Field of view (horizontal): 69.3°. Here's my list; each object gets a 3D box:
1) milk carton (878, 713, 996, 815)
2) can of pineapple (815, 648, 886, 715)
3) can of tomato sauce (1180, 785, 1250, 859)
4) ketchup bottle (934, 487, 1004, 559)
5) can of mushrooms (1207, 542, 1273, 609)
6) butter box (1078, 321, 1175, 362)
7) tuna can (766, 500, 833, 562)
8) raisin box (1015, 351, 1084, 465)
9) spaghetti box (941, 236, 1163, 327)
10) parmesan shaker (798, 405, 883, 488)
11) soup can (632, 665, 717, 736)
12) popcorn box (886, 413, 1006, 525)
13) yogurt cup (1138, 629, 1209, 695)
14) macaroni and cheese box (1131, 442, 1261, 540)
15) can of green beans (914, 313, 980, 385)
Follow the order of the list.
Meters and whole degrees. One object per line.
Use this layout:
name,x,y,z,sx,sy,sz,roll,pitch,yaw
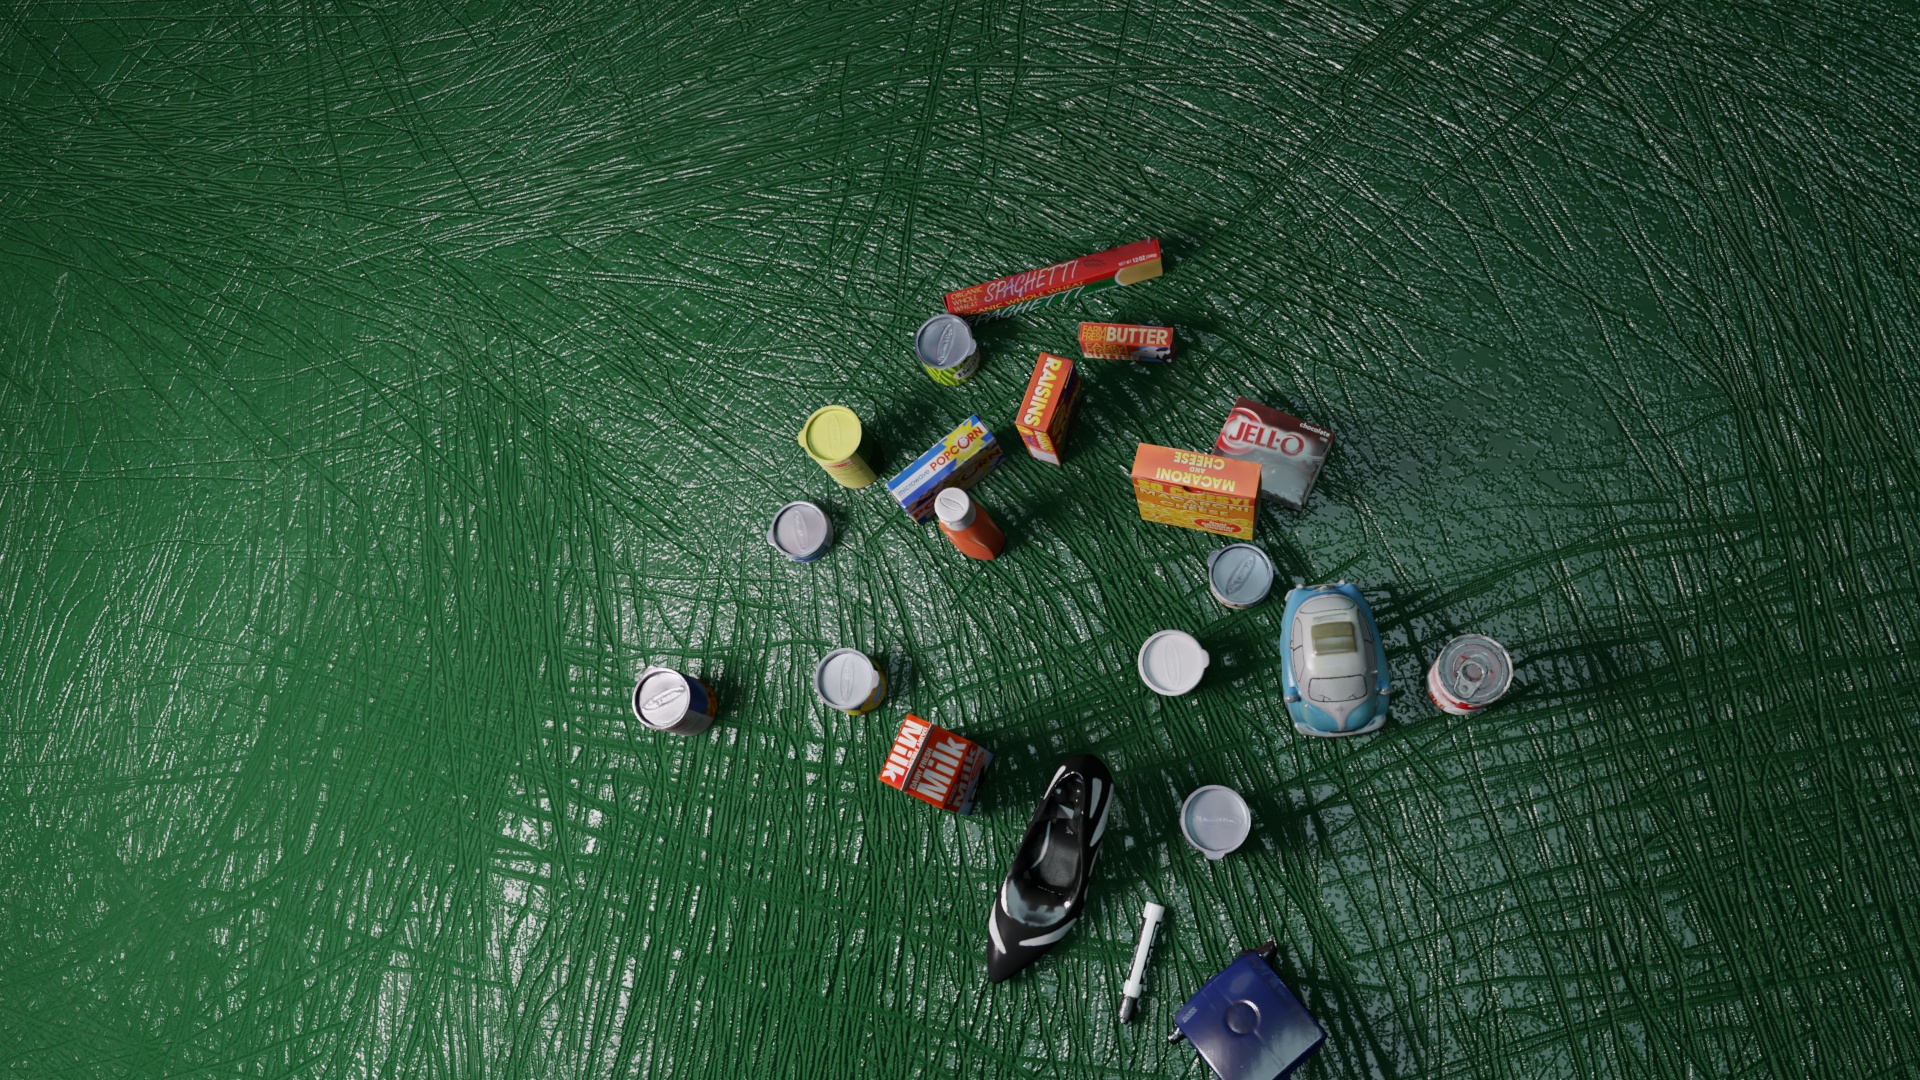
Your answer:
milk carton,-0.024,0.226,1.395,0.073,0.190,0.072,22,82,15
can of pineapple,-0.116,0.154,1.501,0.071,0.057,0.071,-3,76,11
can of tomato sauce,0.255,0.282,1.383,0.071,0.083,0.071,-3,76,11
ketchup bottle,0.005,-0.018,1.474,0.065,0.148,0.043,24,82,16
can of mushrooms,0.293,0.037,1.464,0.071,0.033,0.071,-3,76,10
butter box,0.185,-0.220,1.541,0.103,0.053,0.024,6,78,12
tuna can,-0.181,-0.009,1.569,0.071,0.032,0.071,-3,76,10
raisin box,0.098,-0.141,1.500,0.040,0.123,0.086,19,81,15
spaghetti box,0.105,-0.290,1.576,0.250,0.050,0.029,-14,74,7
parmesan shaker,-0.131,-0.103,1.546,0.071,0.103,0.071,-3,76,11
soup can,-0.312,0.175,1.521,0.071,0.083,0.071,-3,76,11
popcorn box,-0.015,-0.076,1.526,0.127,0.085,0.038,-38,72,0
yogurt cup,0.221,0.130,1.443,0.072,0.054,0.072,-3,76,11
macaroni and cheese box,0.245,-0.048,1.425,0.124,0.166,0.040,11,79,14
can of green beans,-0.014,-0.215,1.576,0.071,0.057,0.071,-3,76,11
